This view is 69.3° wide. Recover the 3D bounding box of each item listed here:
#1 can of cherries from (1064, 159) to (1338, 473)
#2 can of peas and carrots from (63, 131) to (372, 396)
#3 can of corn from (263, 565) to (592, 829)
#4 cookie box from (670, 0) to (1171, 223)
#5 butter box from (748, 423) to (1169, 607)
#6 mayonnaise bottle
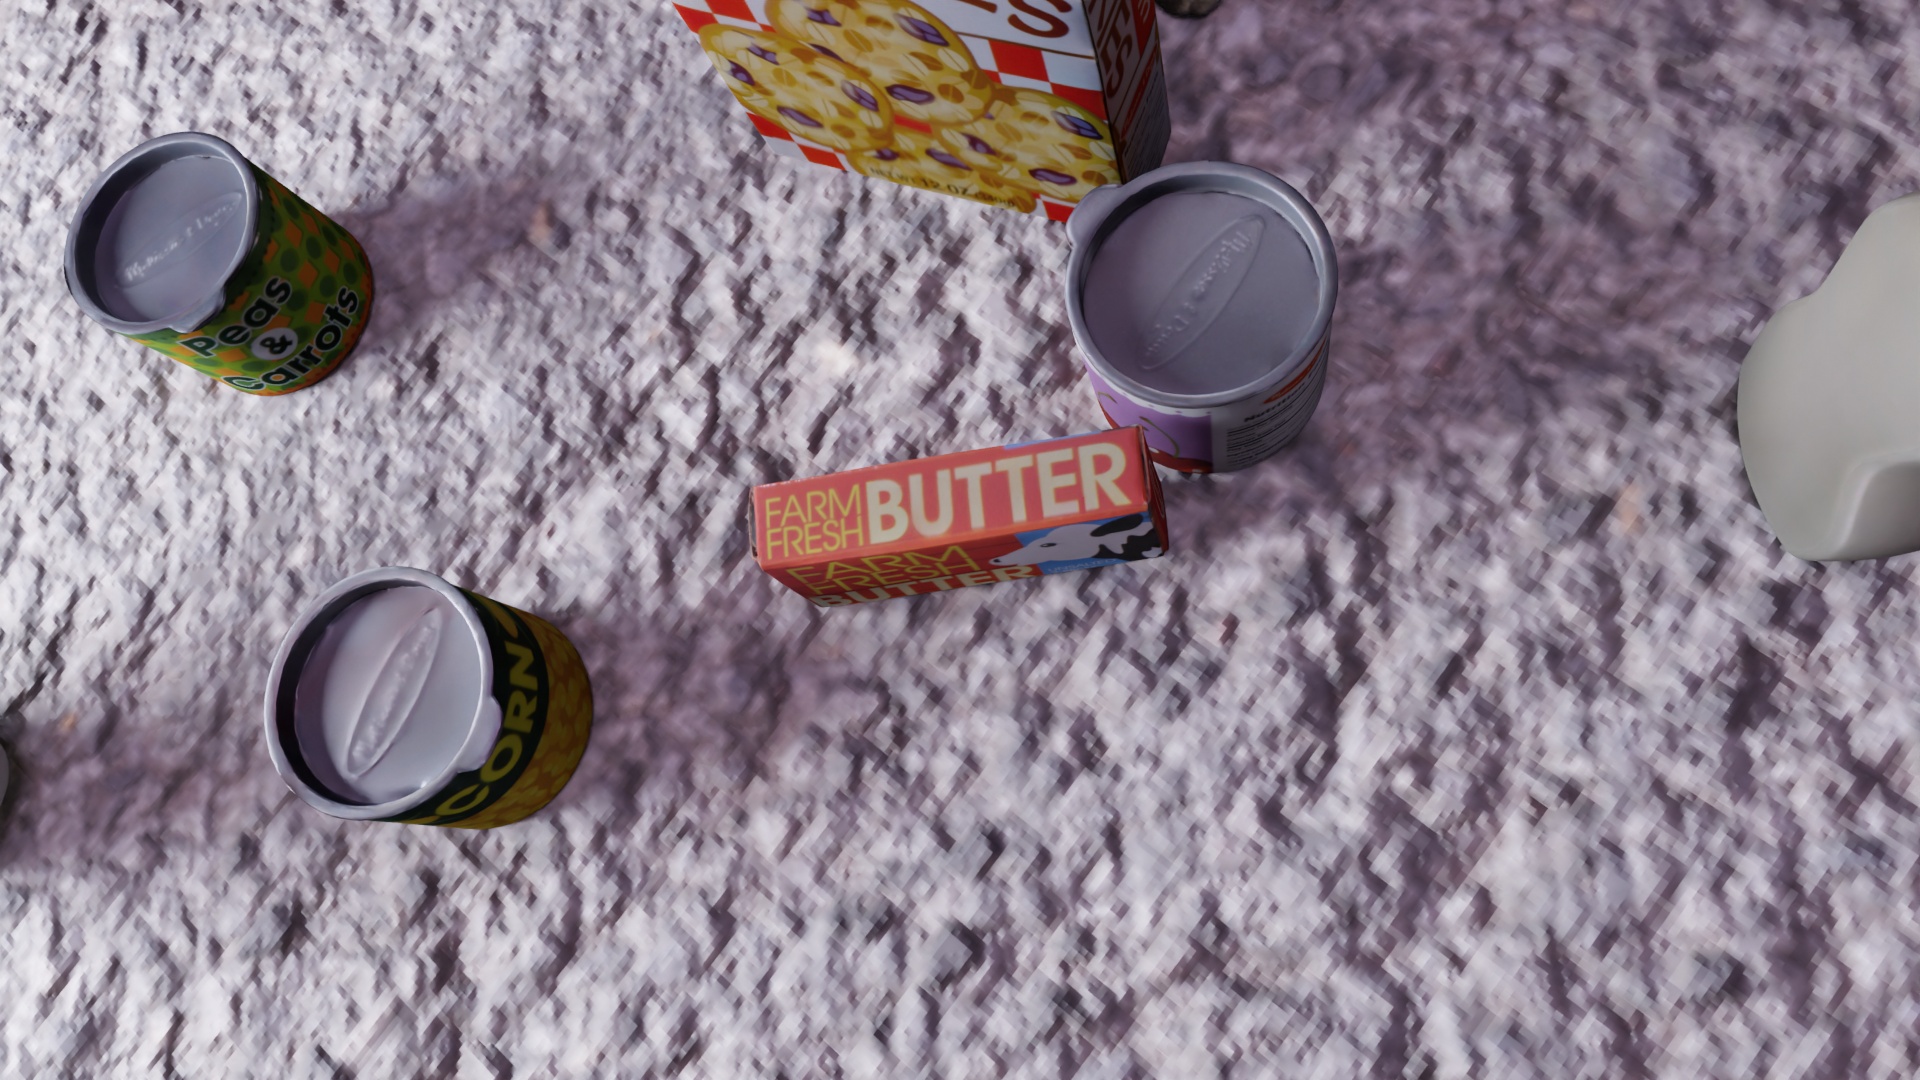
[{"bbox_3d":[0.063,-0.058,0.367,0.071,0.058,0.071,-3,75,12],"label":"can of cherries"},{"bbox_3d":[-0.231,-0.084,0.439,0.071,0.058,0.071,-3,75,12],"label":"can of peas and carrots"},{"bbox_3d":[-0.142,0.047,0.385,0.071,0.058,0.071,-3,75,12],"label":"can of corn"},{"bbox_3d":[-0.016,-0.143,0.350,0.123,0.167,0.040,18,80,16],"label":"cookie box"},{"bbox_3d":[0.001,-0.005,0.369,0.103,0.053,0.024,-9,74,10],"label":"butter box"},{"bbox_3d":[0.203,-0.040,0.284,0.041,0.148,0.065,-7,74,11],"label":"mayonnaise bottle"}]
